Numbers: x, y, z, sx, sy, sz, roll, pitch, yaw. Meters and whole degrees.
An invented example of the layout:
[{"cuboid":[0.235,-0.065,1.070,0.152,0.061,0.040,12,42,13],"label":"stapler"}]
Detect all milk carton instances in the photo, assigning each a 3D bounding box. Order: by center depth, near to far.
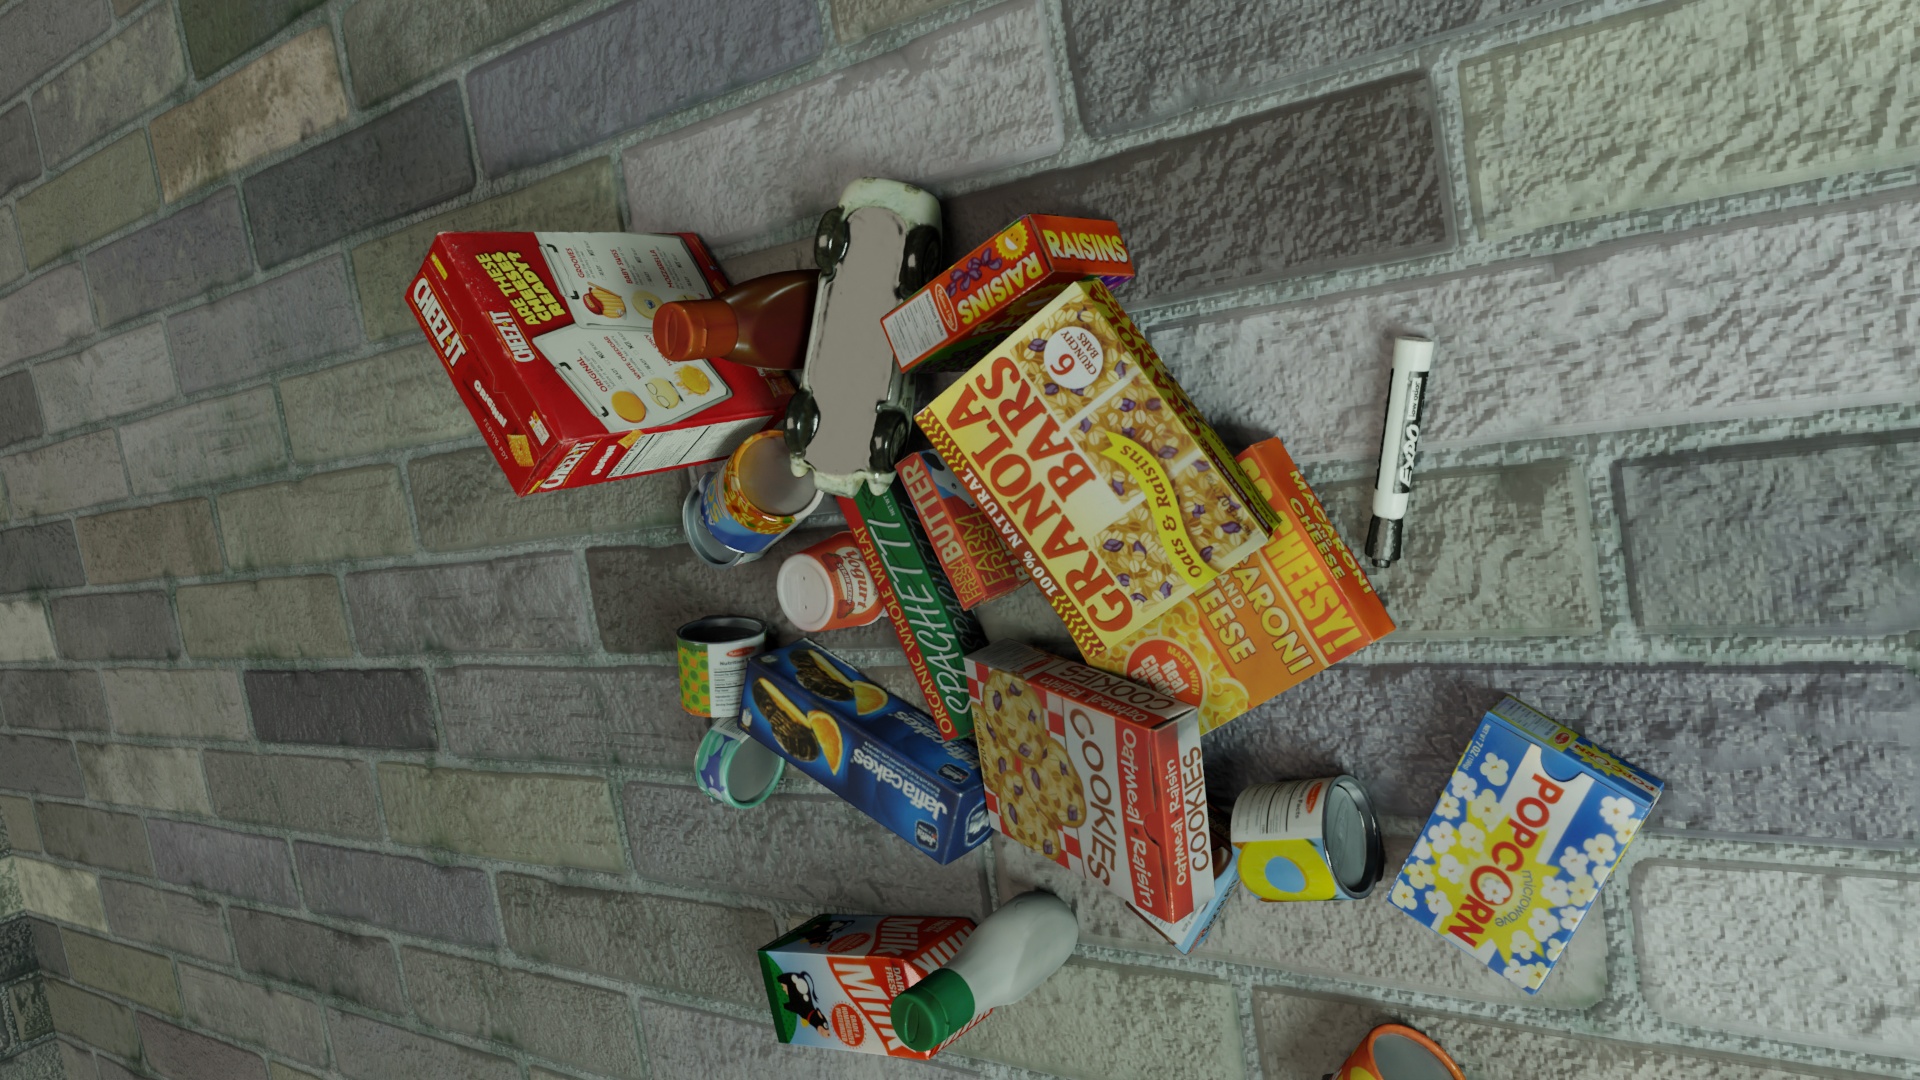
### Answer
[{"cuboid":[-0.048,0.311,0.977,0.190,0.072,0.073,-11,93,39],"label":"milk carton"}]

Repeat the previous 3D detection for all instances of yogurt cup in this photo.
[{"cuboid":[-0.089,0.031,0.956,0.072,0.054,0.072,10,106,37],"label":"yogurt cup"}]

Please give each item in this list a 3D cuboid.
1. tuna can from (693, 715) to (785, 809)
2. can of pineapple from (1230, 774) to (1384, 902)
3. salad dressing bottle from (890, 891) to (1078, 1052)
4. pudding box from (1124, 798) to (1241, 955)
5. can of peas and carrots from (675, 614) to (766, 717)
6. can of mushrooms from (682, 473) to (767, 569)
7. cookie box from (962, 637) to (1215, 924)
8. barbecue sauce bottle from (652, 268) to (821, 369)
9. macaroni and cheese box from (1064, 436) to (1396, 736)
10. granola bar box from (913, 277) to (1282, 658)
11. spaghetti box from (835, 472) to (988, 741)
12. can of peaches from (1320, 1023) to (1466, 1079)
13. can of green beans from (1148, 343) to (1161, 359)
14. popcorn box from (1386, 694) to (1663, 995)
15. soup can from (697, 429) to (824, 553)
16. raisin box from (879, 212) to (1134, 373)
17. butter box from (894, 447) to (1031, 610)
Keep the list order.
[{"cuboid":[-0.164,0.167,1.036,0.033,0.071,0.071,14,109,34],"label":"tuna can"},{"cuboid":[0.190,0.166,0.763,0.057,0.071,0.071,-15,91,39],"label":"can of pineapple"},{"cuboid":[0.016,0.268,0.868,0.044,0.148,0.064,20,112,33],"label":"salad dressing bottle"},{"cuboid":[0.140,0.201,0.833,0.050,0.030,0.083,37,120,27],"label":"pudding box"},{"cuboid":[-0.177,0.092,1.031,0.071,0.071,0.058,9,106,36],"label":"can of peas and carrots"},{"cuboid":[-0.169,-0.017,1.020,0.071,0.033,0.071,10,107,36],"label":"can of mushrooms"},{"cuboid":[0.073,0.138,0.824,0.167,0.040,0.122,16,120,52],"label":"cookie box"},{"cuboid":[-0.128,-0.138,0.885,0.044,0.149,0.064,21,113,32],"label":"barbecue sauce bottle"},{"cuboid":[0.142,0.036,0.787,0.165,0.040,0.124,-37,77,38],"label":"macaroni and cheese box"},{"cuboid":[0.072,-0.038,0.746,0.124,0.039,0.165,-38,86,28],"label":"granola bar box"},{"cuboid":[-0.036,0.013,0.926,0.050,0.029,0.250,-30,82,39],"label":"spaghetti box"},{"cuboid":[0.235,0.307,0.761,0.071,0.071,0.057,40,122,24],"label":"can of peaches"},{"cuboid":[0.074,-0.089,0.793,0.071,0.071,0.057,35,119,27],"label":"can of green beans"},{"cuboid":[0.284,0.154,0.706,0.085,0.038,0.126,32,119,29],"label":"popcorn box"},{"cuboid":[-0.138,-0.034,0.951,0.083,0.071,0.071,-33,79,61],"label":"soup can"},{"cuboid":[0.027,-0.142,0.805,0.123,0.086,0.040,-28,79,39],"label":"raisin box"},{"cuboid":[0.003,-0.011,0.875,0.024,0.053,0.103,-32,81,40],"label":"butter box"}]
